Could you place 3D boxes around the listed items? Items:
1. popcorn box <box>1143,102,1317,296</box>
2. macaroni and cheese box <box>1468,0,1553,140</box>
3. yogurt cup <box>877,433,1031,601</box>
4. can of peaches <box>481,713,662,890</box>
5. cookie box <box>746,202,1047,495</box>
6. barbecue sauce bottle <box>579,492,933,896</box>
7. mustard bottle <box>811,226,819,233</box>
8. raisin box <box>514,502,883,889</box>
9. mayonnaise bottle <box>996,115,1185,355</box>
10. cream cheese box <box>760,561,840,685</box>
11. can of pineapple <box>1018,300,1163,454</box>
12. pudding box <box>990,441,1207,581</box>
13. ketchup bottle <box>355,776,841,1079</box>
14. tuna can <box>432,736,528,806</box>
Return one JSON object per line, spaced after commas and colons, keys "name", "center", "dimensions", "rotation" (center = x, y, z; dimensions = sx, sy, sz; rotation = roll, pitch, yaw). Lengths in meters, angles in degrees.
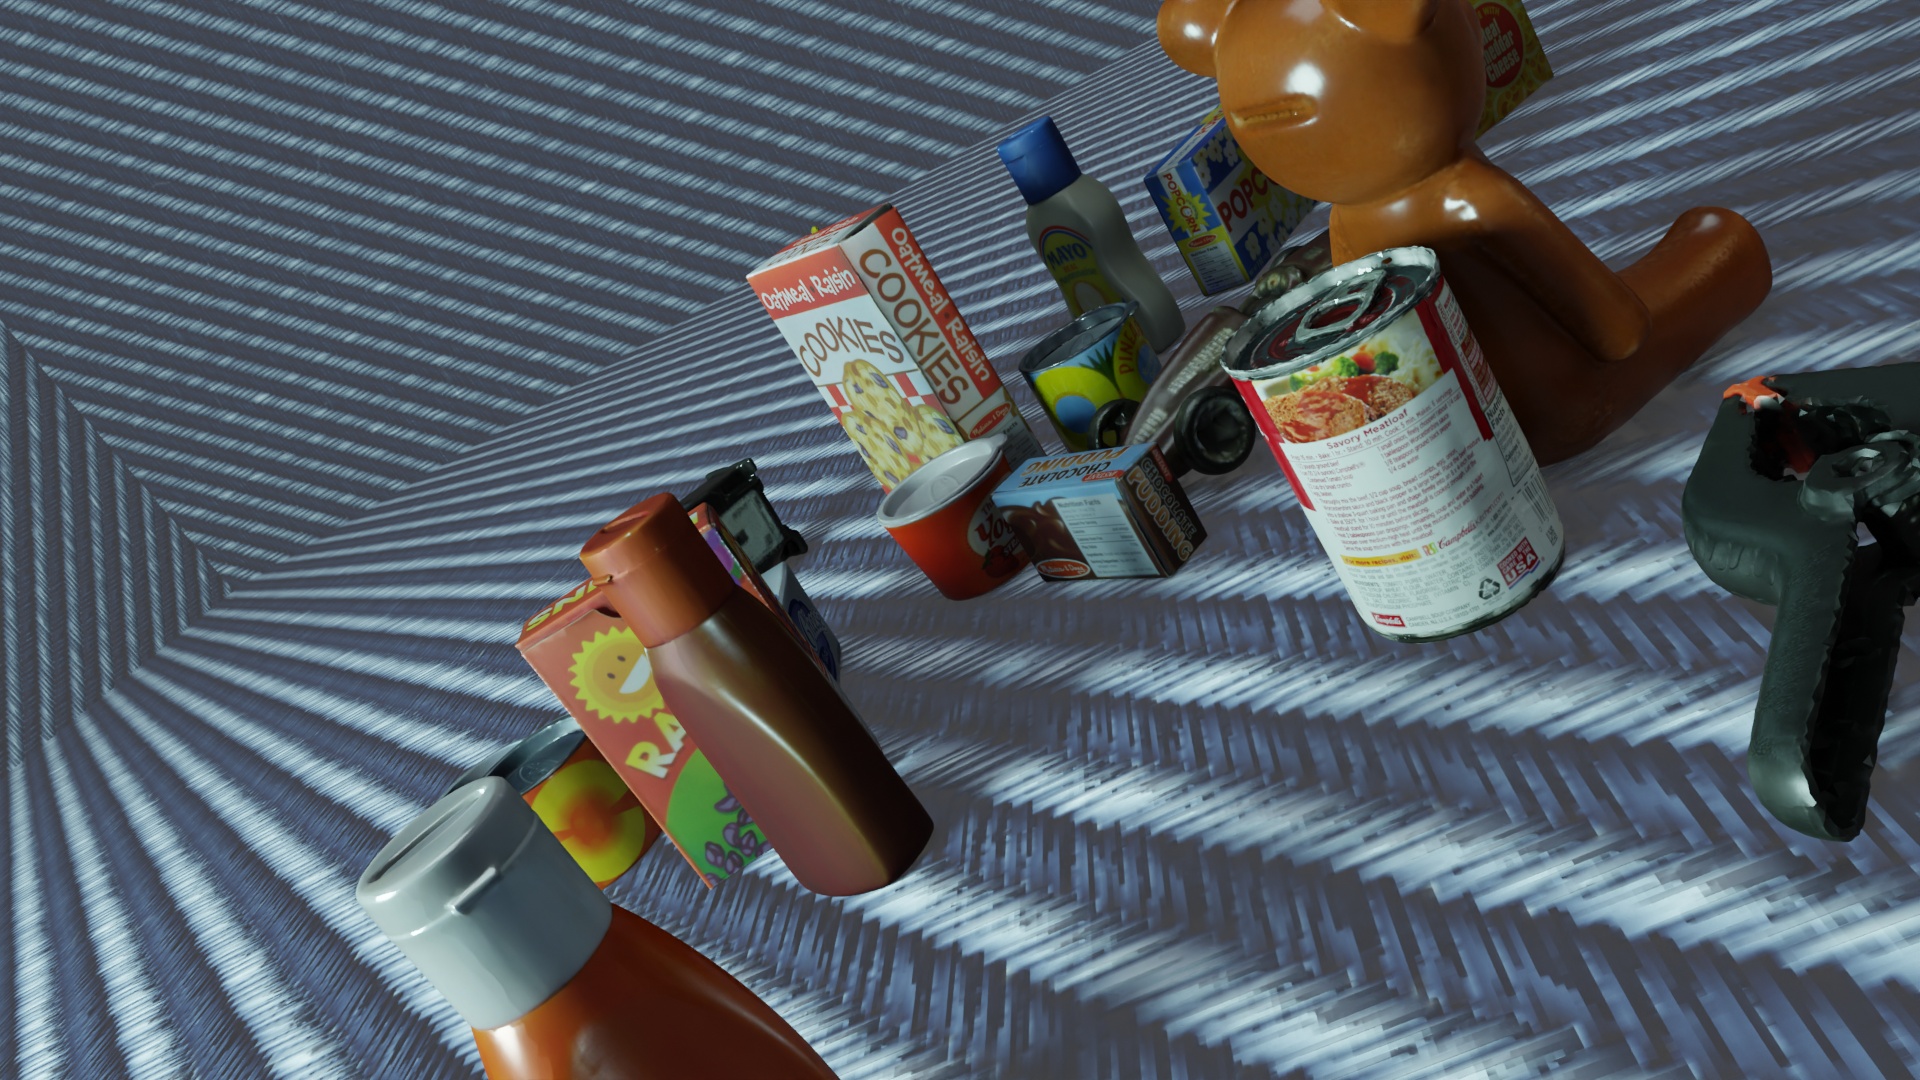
{"name": "popcorn box", "center": [0.173, -0.221, 0.870], "dimensions": [0.038, 0.085, 0.127], "rotation": [-14, 26, 45]}
{"name": "macaroni and cheese box", "center": [0.272, -0.317, 0.825], "dimensions": [0.124, 0.166, 0.040], "rotation": [-40, 19, -20]}
{"name": "yogurt cup", "center": [0.002, -0.008, 0.657], "dimensions": [0.072, 0.054, 0.072], "rotation": [-29, 19, 11]}
{"name": "can of peaches", "center": [-0.171, 0.116, 0.614], "dimensions": [0.071, 0.058, 0.071], "rotation": [-29, 19, 11]}
{"name": "cookie box", "center": [-0.032, -0.087, 0.733], "dimensions": [0.040, 0.167, 0.123], "rotation": [-41, 20, -23]}
{"name": "barbecue sauce bottle", "center": [-0.071, 0.053, 0.470], "dimensions": [0.064, 0.148, 0.044], "rotation": [-11, 28, 48]}
{"name": "mustard bottle", "center": [-0.048, -0.131, 0.878], "dimensions": [0.065, 0.160, 0.049], "rotation": [-40, 19, -20]}
{"name": "raisin box", "center": [-0.098, 0.060, 0.536], "dimensions": [0.086, 0.123, 0.040], "rotation": [-33, 18, -2]}
{"name": "mayonnaise bottle", "center": [0.072, -0.173, 0.811], "dimensions": [0.064, 0.147, 0.041], "rotation": [-8, 31, 52]}
{"name": "cream cheese box", "center": [-0.078, 0.053, 0.632], "dimensions": [0.024, 0.053, 0.104], "rotation": [-30, 19, 7]}
{"name": "can of pineapple", "center": [0.074, -0.083, 0.724], "dimensions": [0.071, 0.057, 0.071], "rotation": [-29, 19, 11]}
{"name": "pudding box", "center": [0.056, -0.011, 0.583], "dimensions": [0.030, 0.049, 0.083], "rotation": [-43, 21, -29]}
{"name": "ketchup bottle", "center": [-0.069, 0.118, 0.305], "dimensions": [0.065, 0.148, 0.043], "rotation": [-41, 20, -23]}
{"name": "tuna can", "center": [-0.234, 0.134, 0.711], "dimensions": [0.071, 0.032, 0.071], "rotation": [-29, 19, 11]}
